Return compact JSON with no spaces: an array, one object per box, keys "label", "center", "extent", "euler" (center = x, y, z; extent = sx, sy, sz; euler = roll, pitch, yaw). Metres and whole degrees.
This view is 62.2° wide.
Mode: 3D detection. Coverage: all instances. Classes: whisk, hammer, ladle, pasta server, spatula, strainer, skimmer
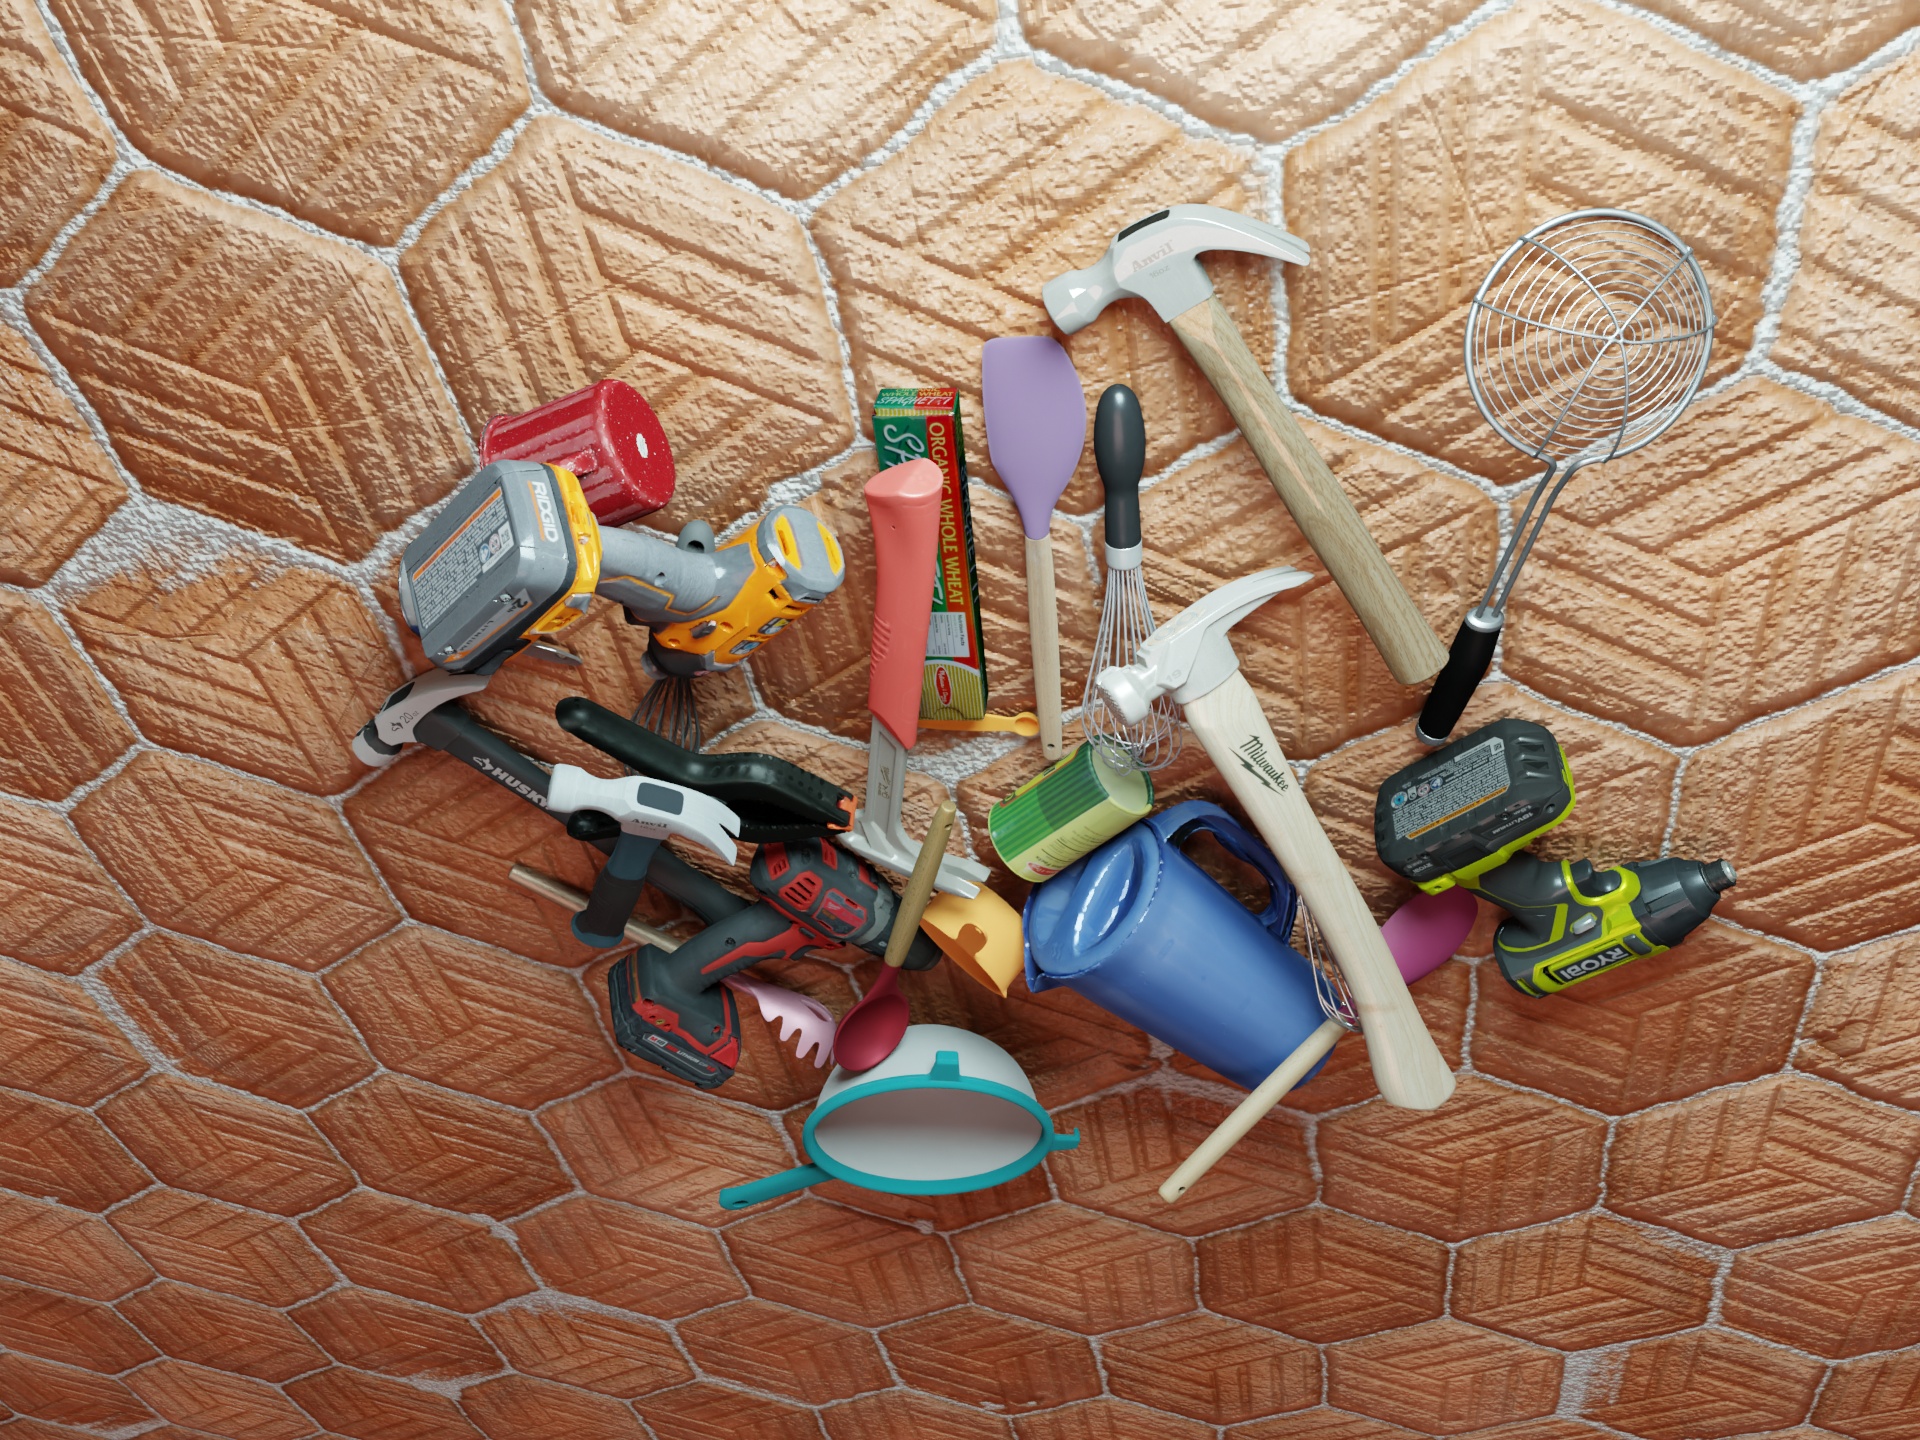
[{"label":"whisk","center":[0.241,0.114,1.105],"extent":[0.059,0.058,0.246],"euler":[-16,107,40]},{"label":"hammer","center":[0.241,0.095,1.039],"extent":[0.146,0.038,0.410],"euler":[-34,113,-5]},{"label":"whisk","center":[-0.195,-0.039,1.080],"extent":[0.055,0.055,0.238],"euler":[14,130,-5]},{"label":"ladle","center":[-0.044,0.162,1.167],"extent":[0.069,0.031,0.315],"euler":[-16,145,-30]},{"label":"whisk","center":[0.101,-0.078,0.985],"extent":[0.070,0.070,0.284],"euler":[0,128,9]},{"label":"hammer","center":[0.190,-0.145,0.900],"extent":[0.130,0.031,0.331],"euler":[-26,119,28]},{"label":"pasta server","center":[-0.233,0.201,1.322],"extent":[0.316,0.060,0.040],"euler":[29,102,-15]},{"label":"hammer","center":[-0.242,0.109,1.141],"extent":[0.128,0.033,0.331],"euler":[12,155,-15]},{"label":"spatula","center":[0.052,-0.096,0.994],"extent":[0.060,0.018,0.315],"euler":[1,131,8]},{"label":"strainer","center":[-0.079,0.344,1.387],"extent":[0.340,0.095,0.210],"euler":[-26,134,27]},{"label":"hammer","center":[-0.282,0.072,1.207],"extent":[0.334,0.035,0.146],"euler":[38,129,-26]},{"label":"hammer","center":[-0.034,-0.018,1.033],"extent":[0.149,0.037,0.358],"euler":[23,140,12]},{"label":"skimmer","center":[0.321,-0.120,0.926],"extent":[0.127,0.090,0.363],"euler":[4,145,0]}]

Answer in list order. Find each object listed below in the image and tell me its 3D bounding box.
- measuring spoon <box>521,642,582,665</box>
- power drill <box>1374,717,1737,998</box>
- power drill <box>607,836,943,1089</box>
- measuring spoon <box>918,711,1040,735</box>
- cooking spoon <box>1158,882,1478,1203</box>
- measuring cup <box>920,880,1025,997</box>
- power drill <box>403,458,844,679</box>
[{"label":"measuring spoon","center":[-0.321,-0.063,1.098],"extent":[0.124,0.018,0.034],"euler":[18,155,-17]},{"label":"power drill","center":[0.407,0.099,1.094],"extent":[0.223,0.080,0.171],"euler":[35,129,-28]},{"label":"power drill","center":[-0.141,0.190,1.239],"extent":[0.226,0.080,0.187],"euler":[-38,130,15]},{"label":"measuring spoon","center":[-0.002,-0.004,1.107],"extent":[0.117,0.011,0.021],"euler":[5,135,9]},{"label":"cooking spoon","center":[0.262,0.236,1.159],"extent":[0.319,0.017,0.068],"euler":[-43,118,-5]},{"label":"measuring cup","center":[0.019,0.149,1.170],"extent":[0.095,0.052,0.173],"euler":[42,164,6]},{"label":"power drill","center":[-0.199,-0.072,0.926],"extent":[0.164,0.084,0.226],"euler":[-33,157,36]}]
